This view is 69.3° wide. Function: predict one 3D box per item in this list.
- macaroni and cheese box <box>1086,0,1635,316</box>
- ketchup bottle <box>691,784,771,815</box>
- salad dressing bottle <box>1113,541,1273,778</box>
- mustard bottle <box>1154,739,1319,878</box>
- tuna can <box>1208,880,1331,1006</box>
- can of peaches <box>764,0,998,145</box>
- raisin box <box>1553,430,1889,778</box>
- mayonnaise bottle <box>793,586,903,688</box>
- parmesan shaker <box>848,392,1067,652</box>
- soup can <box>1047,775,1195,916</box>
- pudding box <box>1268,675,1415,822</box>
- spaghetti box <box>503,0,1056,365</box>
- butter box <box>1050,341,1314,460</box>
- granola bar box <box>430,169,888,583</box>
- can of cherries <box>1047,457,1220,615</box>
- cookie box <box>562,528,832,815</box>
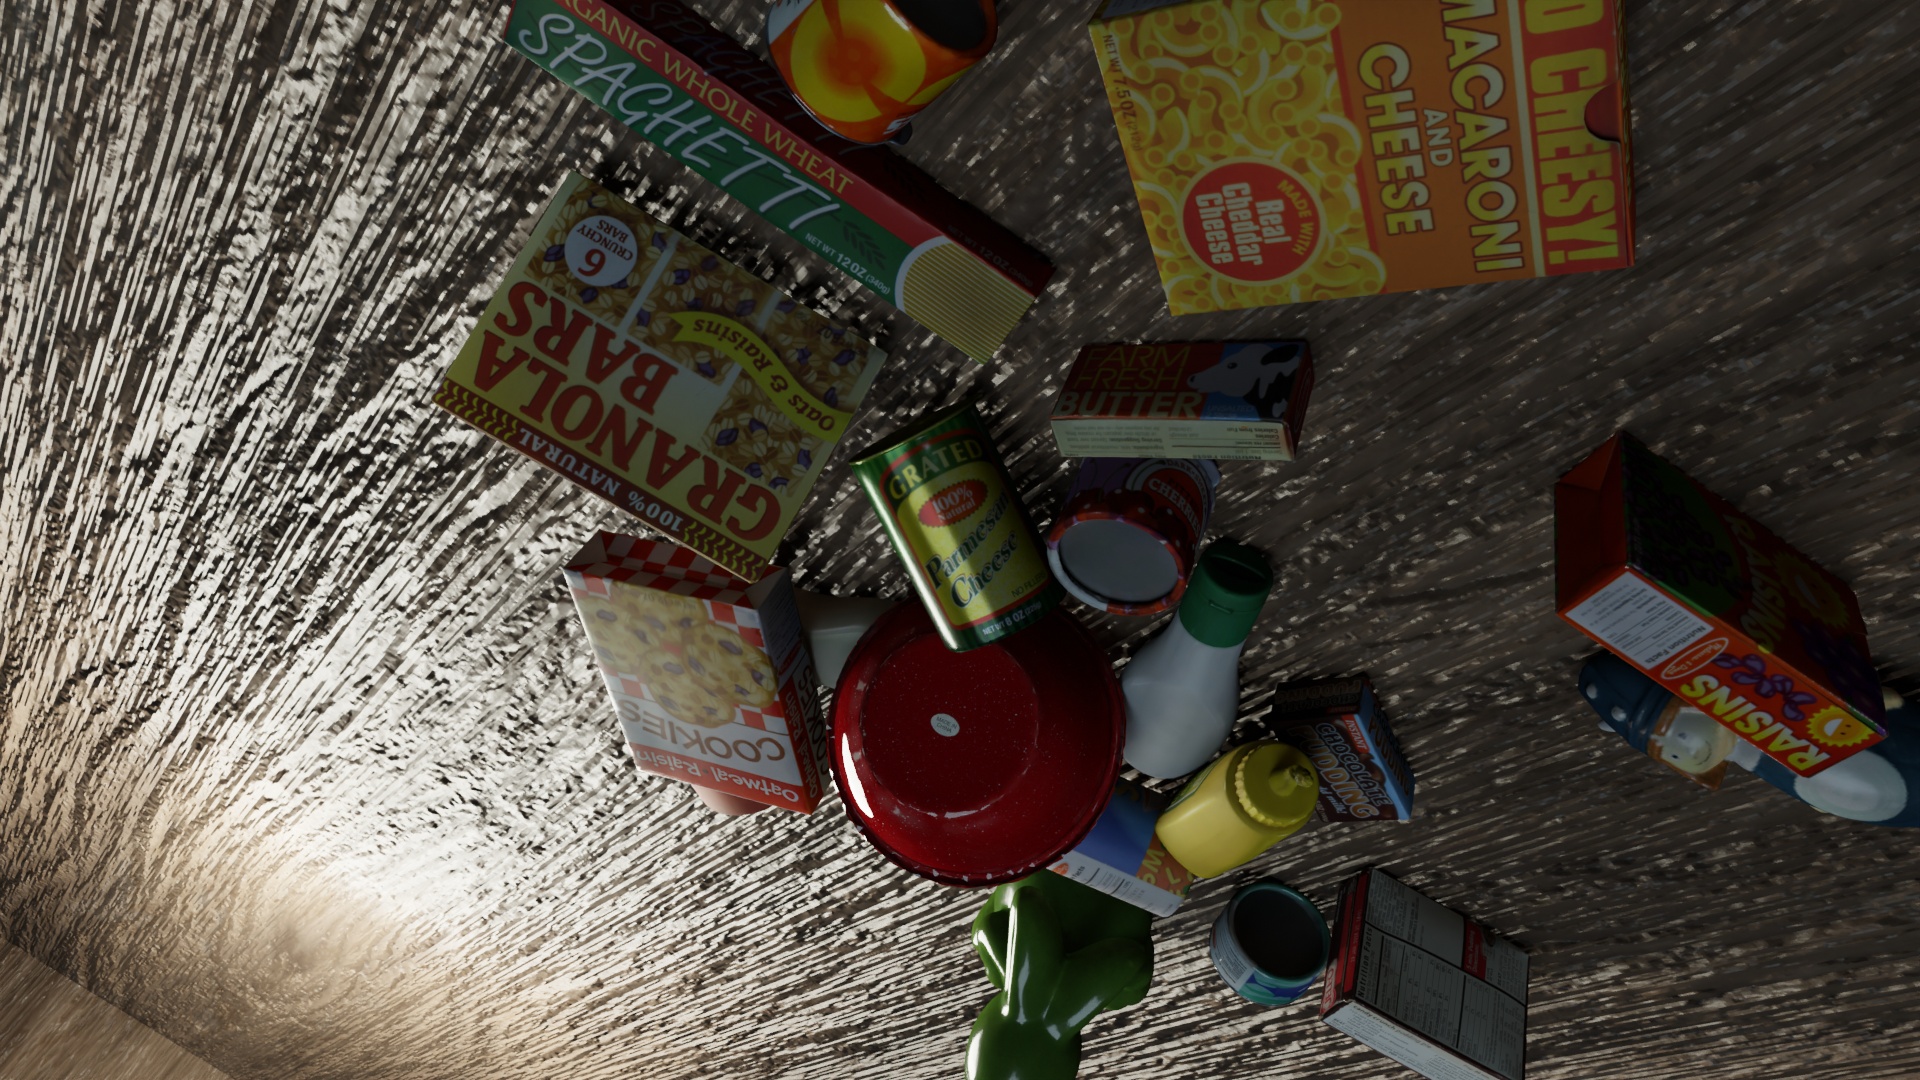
[{"bbox_3d":[0.142,-0.146,0.487,0.166,0.040,0.123,-1,132,28],"label":"macaroni and cheese box"},{"bbox_3d":[-0.171,0.116,0.903,0.064,0.044,0.148,-5,129,29],"label":"ketchup bottle"},{"bbox_3d":[0.118,0.063,0.705,0.064,0.044,0.146,24,137,10],"label":"salad dressing bottle"},{"bbox_3d":[0.146,0.131,0.706,0.049,0.065,0.159,45,159,9],"label":"mustard bottle"},{"bbox_3d":[0.187,0.239,0.828,0.071,0.071,0.032,22,137,6],"label":"tuna can"},{"bbox_3d":[-0.027,-0.188,0.512,0.071,0.071,0.058,44,134,-18],"label":"can of peaches"},{"bbox_3d":[0.295,0.024,0.543,0.123,0.086,0.040,33,133,-6],"label":"raisin box"},{"bbox_3d":[-0.090,0.055,0.805,0.148,0.041,0.064,10,133,20],"label":"mayonnaise bottle"},{"bbox_3d":[0.002,-0.008,0.656,0.071,0.072,0.103,-20,102,39],"label":"parmesan shaker"},{"bbox_3d":[0.093,0.169,0.805,0.084,0.072,0.071,23,138,-2],"label":"soup can"},{"bbox_3d":[0.199,0.109,0.718,0.049,0.030,0.083,-10,127,33],"label":"pudding box"},{"bbox_3d":[-0.077,-0.164,0.589,0.250,0.029,0.050,33,137,-7],"label":"spaghetti box"},{"bbox_3d":[0.093,-0.059,0.588,0.103,0.053,0.024,3,135,25],"label":"butter box"},{"bbox_3d":[-0.135,-0.073,0.642,0.165,0.124,0.039,30,176,-3],"label":"granola bar box"},{"bbox_3d":[0.081,-0.008,0.641,0.071,0.059,0.071,14,137,14],"label":"can of cherries"},{"bbox_3d":[-0.144,0.077,0.793,0.123,0.040,0.166,10,132,21],"label":"cookie box"}]
